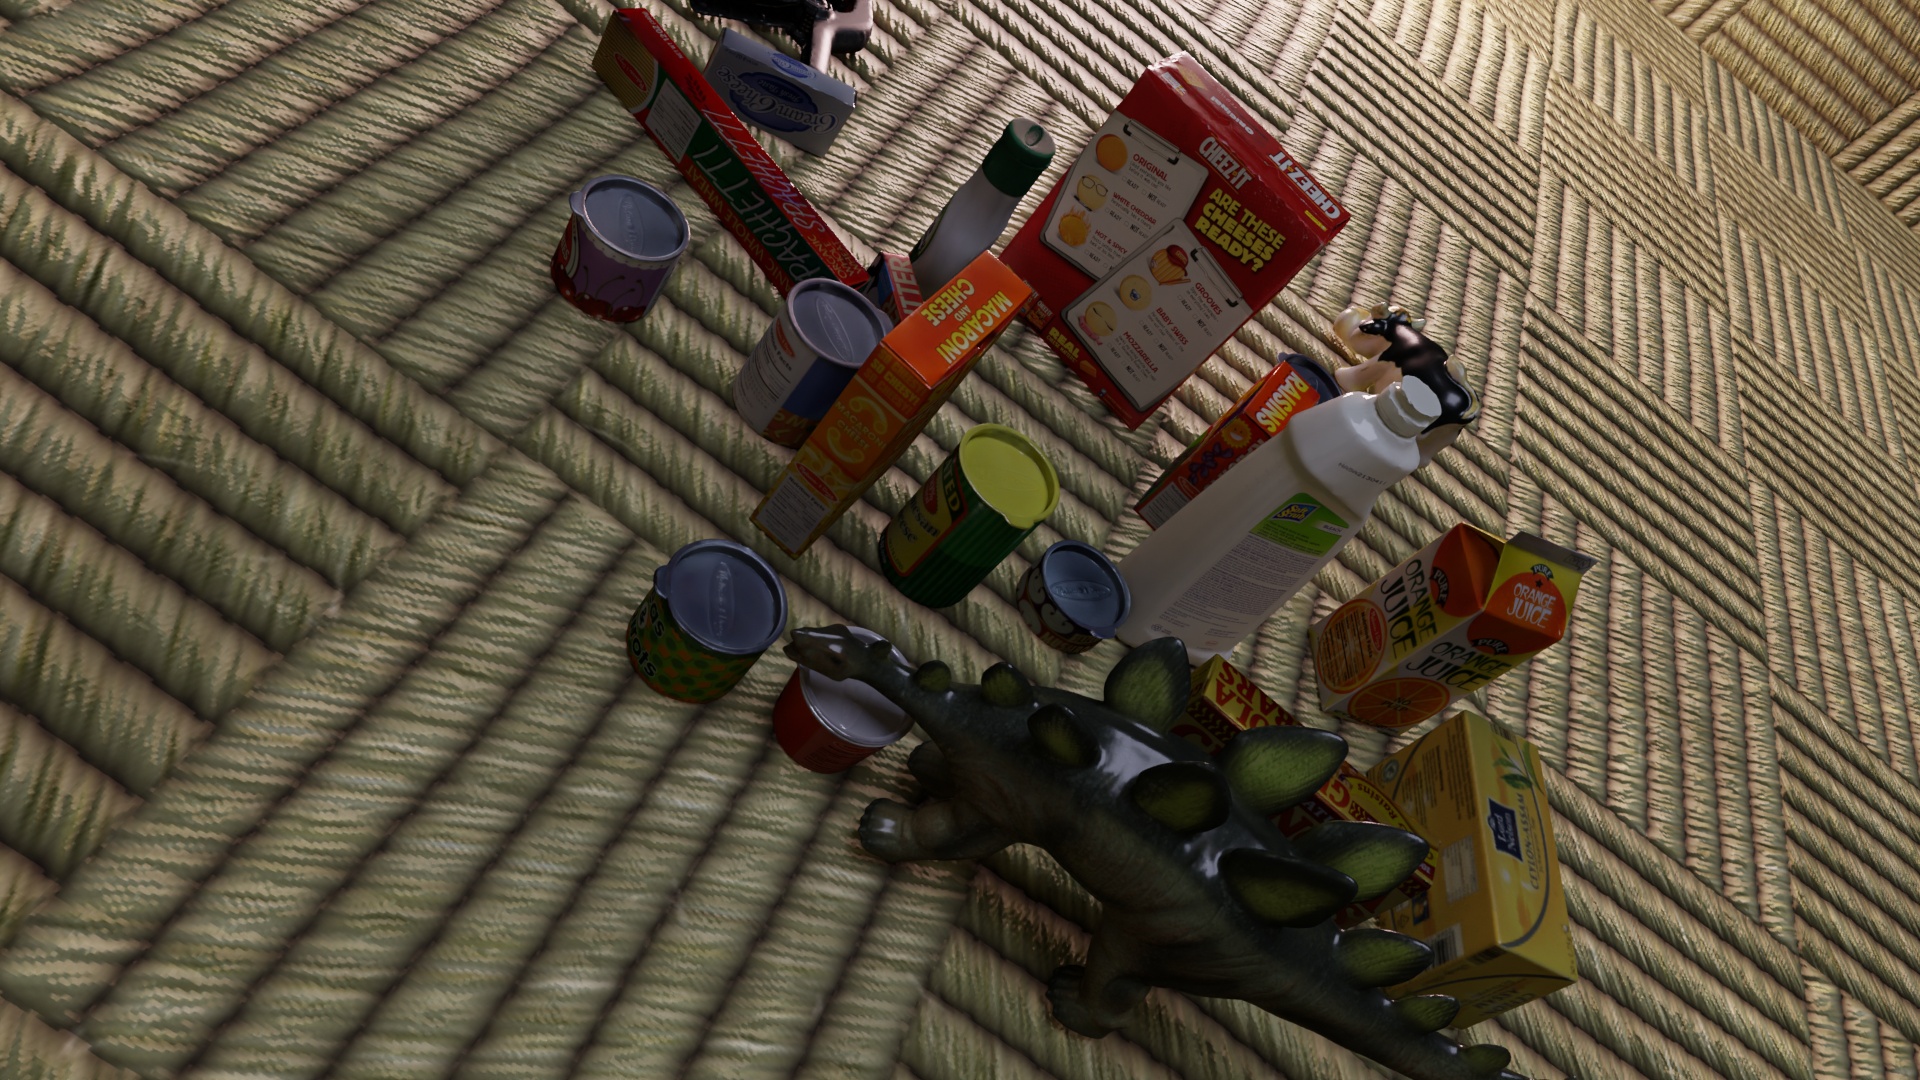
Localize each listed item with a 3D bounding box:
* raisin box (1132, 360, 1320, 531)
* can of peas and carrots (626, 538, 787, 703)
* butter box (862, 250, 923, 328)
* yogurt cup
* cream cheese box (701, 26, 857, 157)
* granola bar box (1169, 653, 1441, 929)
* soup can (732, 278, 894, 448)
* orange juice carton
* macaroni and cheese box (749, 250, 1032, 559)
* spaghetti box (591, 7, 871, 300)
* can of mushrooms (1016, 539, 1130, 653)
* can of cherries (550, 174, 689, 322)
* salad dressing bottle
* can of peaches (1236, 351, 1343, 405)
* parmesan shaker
[{"bbox_3d":[0.185,-0.060,0.967,0.040,0.122,0.086,45,44,1],"label":"raisin box"},{"bbox_3d":[-0.132,0.041,0.707,0.071,0.058,0.071,19,49,-23],"label":"can of peas and carrots"},{"bbox_3d":[-0.043,-0.133,0.908,0.024,0.053,0.104,3,56,-34],"label":"butter box"},{"bbox_3d":[-0.063,0.087,0.726,0.072,0.053,0.073,19,49,-23],"label":"yogurt cup"},{"bbox_3d":[-0.131,-0.316,0.984,0.104,0.053,0.024,19,49,-24],"label":"cream cheese box"},{"bbox_3d":[0.165,0.155,0.787,0.165,0.123,0.039,40,44,-4],"label":"granola bar box"},{"bbox_3d":[-0.088,-0.105,0.832,0.071,0.083,0.072,19,49,-23],"label":"soup can"},{"bbox_3d":[0.328,0.053,0.933,0.072,0.191,0.073,20,49,-23],"label":"orange juice carton"},{"bbox_3d":[-0.039,-0.075,0.785,0.040,0.165,0.124,42,44,-2],"label":"macaroni and cheese box"},{"bbox_3d":[-0.152,-0.244,0.916,0.250,0.050,0.029,50,44,7],"label":"spaghetti box"},{"bbox_3d":[0.071,0.038,0.875,0.071,0.033,0.071,19,49,-23],"label":"can of mushrooms"},{"bbox_3d":[-0.204,-0.172,0.818,0.071,0.058,0.072,19,49,-23],"label":"can of cherries"},{"bbox_3d":[0.011,-0.223,0.948,0.044,0.147,0.064,37,44,-7],"label":"salad dressing bottle"},{"bbox_3d":[0.260,-0.107,1.103,0.071,0.057,0.071,19,49,-23],"label":"can of peaches"},{"bbox_3d":[0.003,-0.010,0.812,0.071,0.102,0.071,19,49,-23],"label":"parmesan shaker"}]
